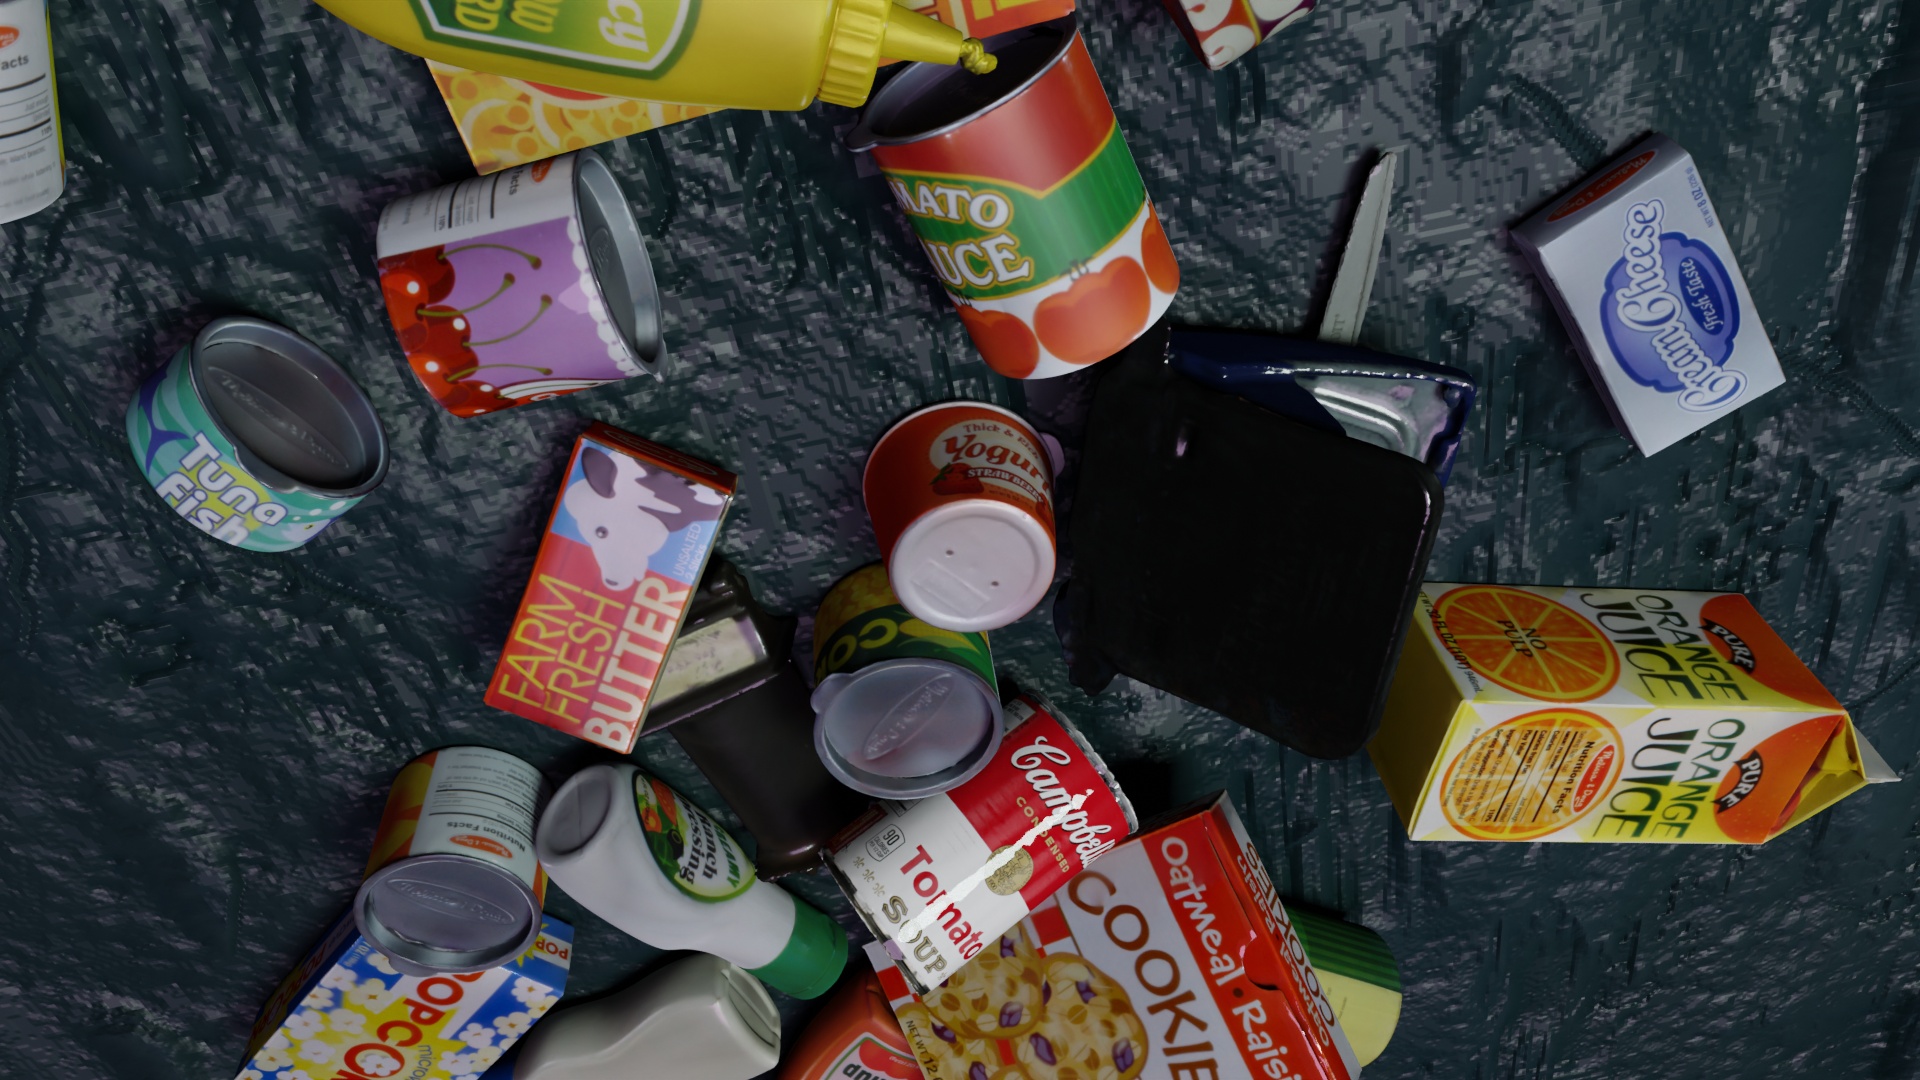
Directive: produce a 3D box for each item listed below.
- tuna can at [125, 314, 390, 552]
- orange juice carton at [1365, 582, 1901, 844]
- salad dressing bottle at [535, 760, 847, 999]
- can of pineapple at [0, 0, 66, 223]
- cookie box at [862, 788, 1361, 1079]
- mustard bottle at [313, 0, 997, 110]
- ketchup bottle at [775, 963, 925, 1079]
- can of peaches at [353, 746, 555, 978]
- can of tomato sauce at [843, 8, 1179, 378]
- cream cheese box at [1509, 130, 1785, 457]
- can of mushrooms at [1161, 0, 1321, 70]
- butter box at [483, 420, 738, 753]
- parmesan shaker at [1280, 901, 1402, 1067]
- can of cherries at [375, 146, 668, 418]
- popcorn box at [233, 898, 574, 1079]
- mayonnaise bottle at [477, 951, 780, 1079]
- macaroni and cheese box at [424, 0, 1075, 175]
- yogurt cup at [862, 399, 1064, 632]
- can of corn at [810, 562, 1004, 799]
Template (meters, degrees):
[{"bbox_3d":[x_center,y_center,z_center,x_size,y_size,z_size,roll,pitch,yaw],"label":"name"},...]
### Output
[{"bbox_3d":[-0.209,-0.030,0.415,0.032,0.071,0.071,-34,122,18],"label":"tuna can"},{"bbox_3d":[0.262,0.068,0.544,0.193,0.072,0.072,2,125,-9],"label":"orange juice carton"},{"bbox_3d":[-0.102,0.142,0.558,0.044,0.064,0.147,-36,130,10],"label":"salad dressing bottle"},{"bbox_3d":[-0.268,-0.119,0.350,0.071,0.071,0.057,9,123,-13],"label":"can of pineapple"},{"bbox_3d":[0.058,0.189,0.564,0.167,0.040,0.123,-28,85,25],"label":"cookie box"},{"bbox_3d":[-0.066,-0.133,0.323,0.160,0.049,0.065,10,125,-13],"label":"mustard bottle"},{"bbox_3d":[-0.059,0.260,0.654,0.064,0.044,0.148,27,118,-23],"label":"ketchup bottle"},{"bbox_3d":[-0.192,0.123,0.533,0.071,0.058,0.071,-4,126,-5],"label":"can of peaches"},{"bbox_3d":[0.017,-0.097,0.399,0.071,0.071,0.082,-25,125,10],"label":"can of tomato sauce"},{"bbox_3d":[0.232,-0.079,0.466,0.053,0.024,0.103,-33,122,17],"label":"cream cheese box"},{"bbox_3d":[0.064,-0.159,0.365,0.033,0.071,0.071,-31,123,14],"label":"can of mushrooms"},{"bbox_3d":[-0.118,0.017,0.467,0.053,0.024,0.103,22,104,-7],"label":"butter box"},{"bbox_3d":[0.133,0.195,0.619,0.103,0.071,0.071,20,120,-21],"label":"parmesan shaker"},{"bbox_3d":[-0.123,-0.071,0.400,0.058,0.072,0.071,-14,125,3],"label":"can of cherries"},{"bbox_3d":[-0.235,0.196,0.590,0.085,0.038,0.126,33,115,-26],"label":"popcorn box"},{"bbox_3d":[-0.159,0.233,0.625,0.148,0.041,0.064,-22,123,10],"label":"mayonnaise bottle"},{"bbox_3d":[-0.066,-0.176,0.350,0.166,0.040,0.123,-14,126,3],"label":"macaroni and cheese box"},{"bbox_3d":[0.002,-0.006,0.470,0.072,0.054,0.072,-3,125,-4],"label":"yogurt cup"},{"bbox_3d":[-0.022,0.048,0.502,0.071,0.058,0.070,-3,125,-5],"label":"can of corn"}]
